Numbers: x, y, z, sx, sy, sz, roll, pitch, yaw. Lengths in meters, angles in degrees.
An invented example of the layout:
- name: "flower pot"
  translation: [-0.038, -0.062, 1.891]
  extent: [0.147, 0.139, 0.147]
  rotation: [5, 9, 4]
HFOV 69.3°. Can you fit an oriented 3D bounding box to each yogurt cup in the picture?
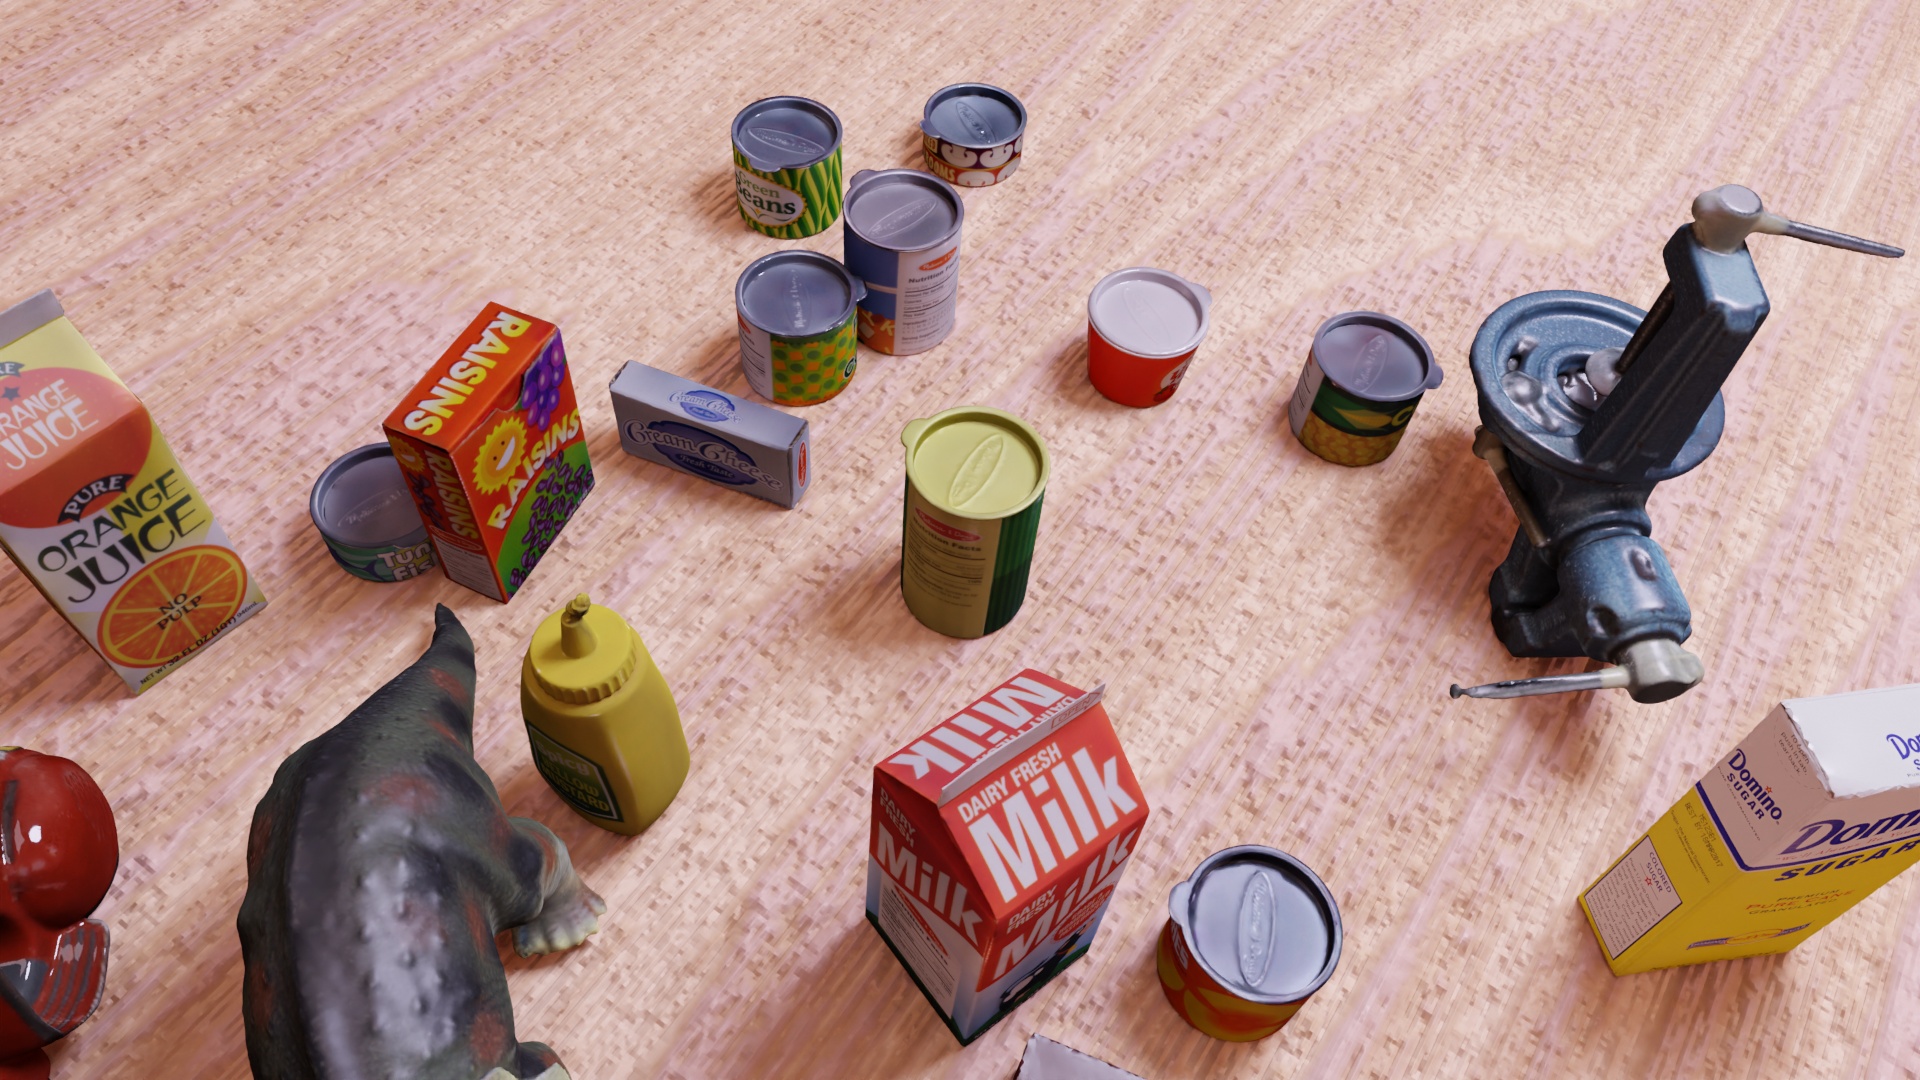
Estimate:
- name: "yogurt cup"
  translation: [0.102, -0.112, 0.784]
  extent: [0.072, 0.053, 0.073]
  rotation: [2, 55, -3]

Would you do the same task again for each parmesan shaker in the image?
- name: "parmesan shaker"
  translation: [0.002, -0.008, 0.671]
  extent: [0.071, 0.102, 0.071]
  rotation: [2, 55, -3]

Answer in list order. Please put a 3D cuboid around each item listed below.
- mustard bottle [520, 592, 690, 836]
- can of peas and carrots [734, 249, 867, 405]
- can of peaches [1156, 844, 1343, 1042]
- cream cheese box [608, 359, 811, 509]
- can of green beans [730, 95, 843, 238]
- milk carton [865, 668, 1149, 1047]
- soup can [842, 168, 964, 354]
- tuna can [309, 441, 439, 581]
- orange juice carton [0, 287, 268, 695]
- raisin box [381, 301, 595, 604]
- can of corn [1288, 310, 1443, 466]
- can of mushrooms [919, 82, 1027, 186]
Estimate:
- name: "mustard bottle"
  translation: [-0.150, 0.067, 0.569]
  extent: [0.065, 0.159, 0.049]
  rotation: [27, 57, 14]
- name: "can of peas and carrots"
  translation: [-0.087, -0.118, 0.769]
  extent: [0.071, 0.058, 0.071]
  rotation: [2, 55, -3]
- name: "can of peaches"
  translation: [0.117, 0.169, 0.582]
  extent: [0.071, 0.057, 0.071]
  rotation: [2, 55, -3]
- name: "cream cheese box"
  translation: [-0.130, -0.054, 0.723]
  extent: [0.104, 0.053, 0.024]
  rotation: [19, 56, 9]
- name: "can of green beans"
  translation: [-0.105, -0.227, 0.845]
  extent: [0.071, 0.057, 0.071]
  rotation: [2, 55, -3]
- name: "milk carton"
  translation: [0.014, 0.117, 0.529]
  extent: [0.072, 0.189, 0.073]
  rotation: [-31, 63, -23]
- name: "soup can"
  translation: [-0.035, -0.158, 0.787]
  extent: [0.071, 0.083, 0.072]
  rotation: [2, 55, -3]
- name: "tuna can"
  translation: [-0.284, -0.013, 0.693]
  extent: [0.071, 0.032, 0.071]
  rotation: [2, 54, -3]
- name: "orange juice carton"
  translation: [-0.379, -0.022, 0.594]
  extent: [0.073, 0.191, 0.072]
  rotation: [36, 60, 19]
- name: "raisin box"
  translation: [-0.220, -0.039, 0.662]
  extent: [0.040, 0.122, 0.086]
  rotation: [21, 56, 10]
- name: "can of corn"
  translation: [0.223, -0.083, 0.770]
  extent: [0.071, 0.058, 0.071]
  rotation: [2, 55, -3]
- name: "can of mushrooms"
  translation: [0.006, -0.261, 0.894]
  extent: [0.071, 0.033, 0.071]
  rotation: [2, 54, -3]
